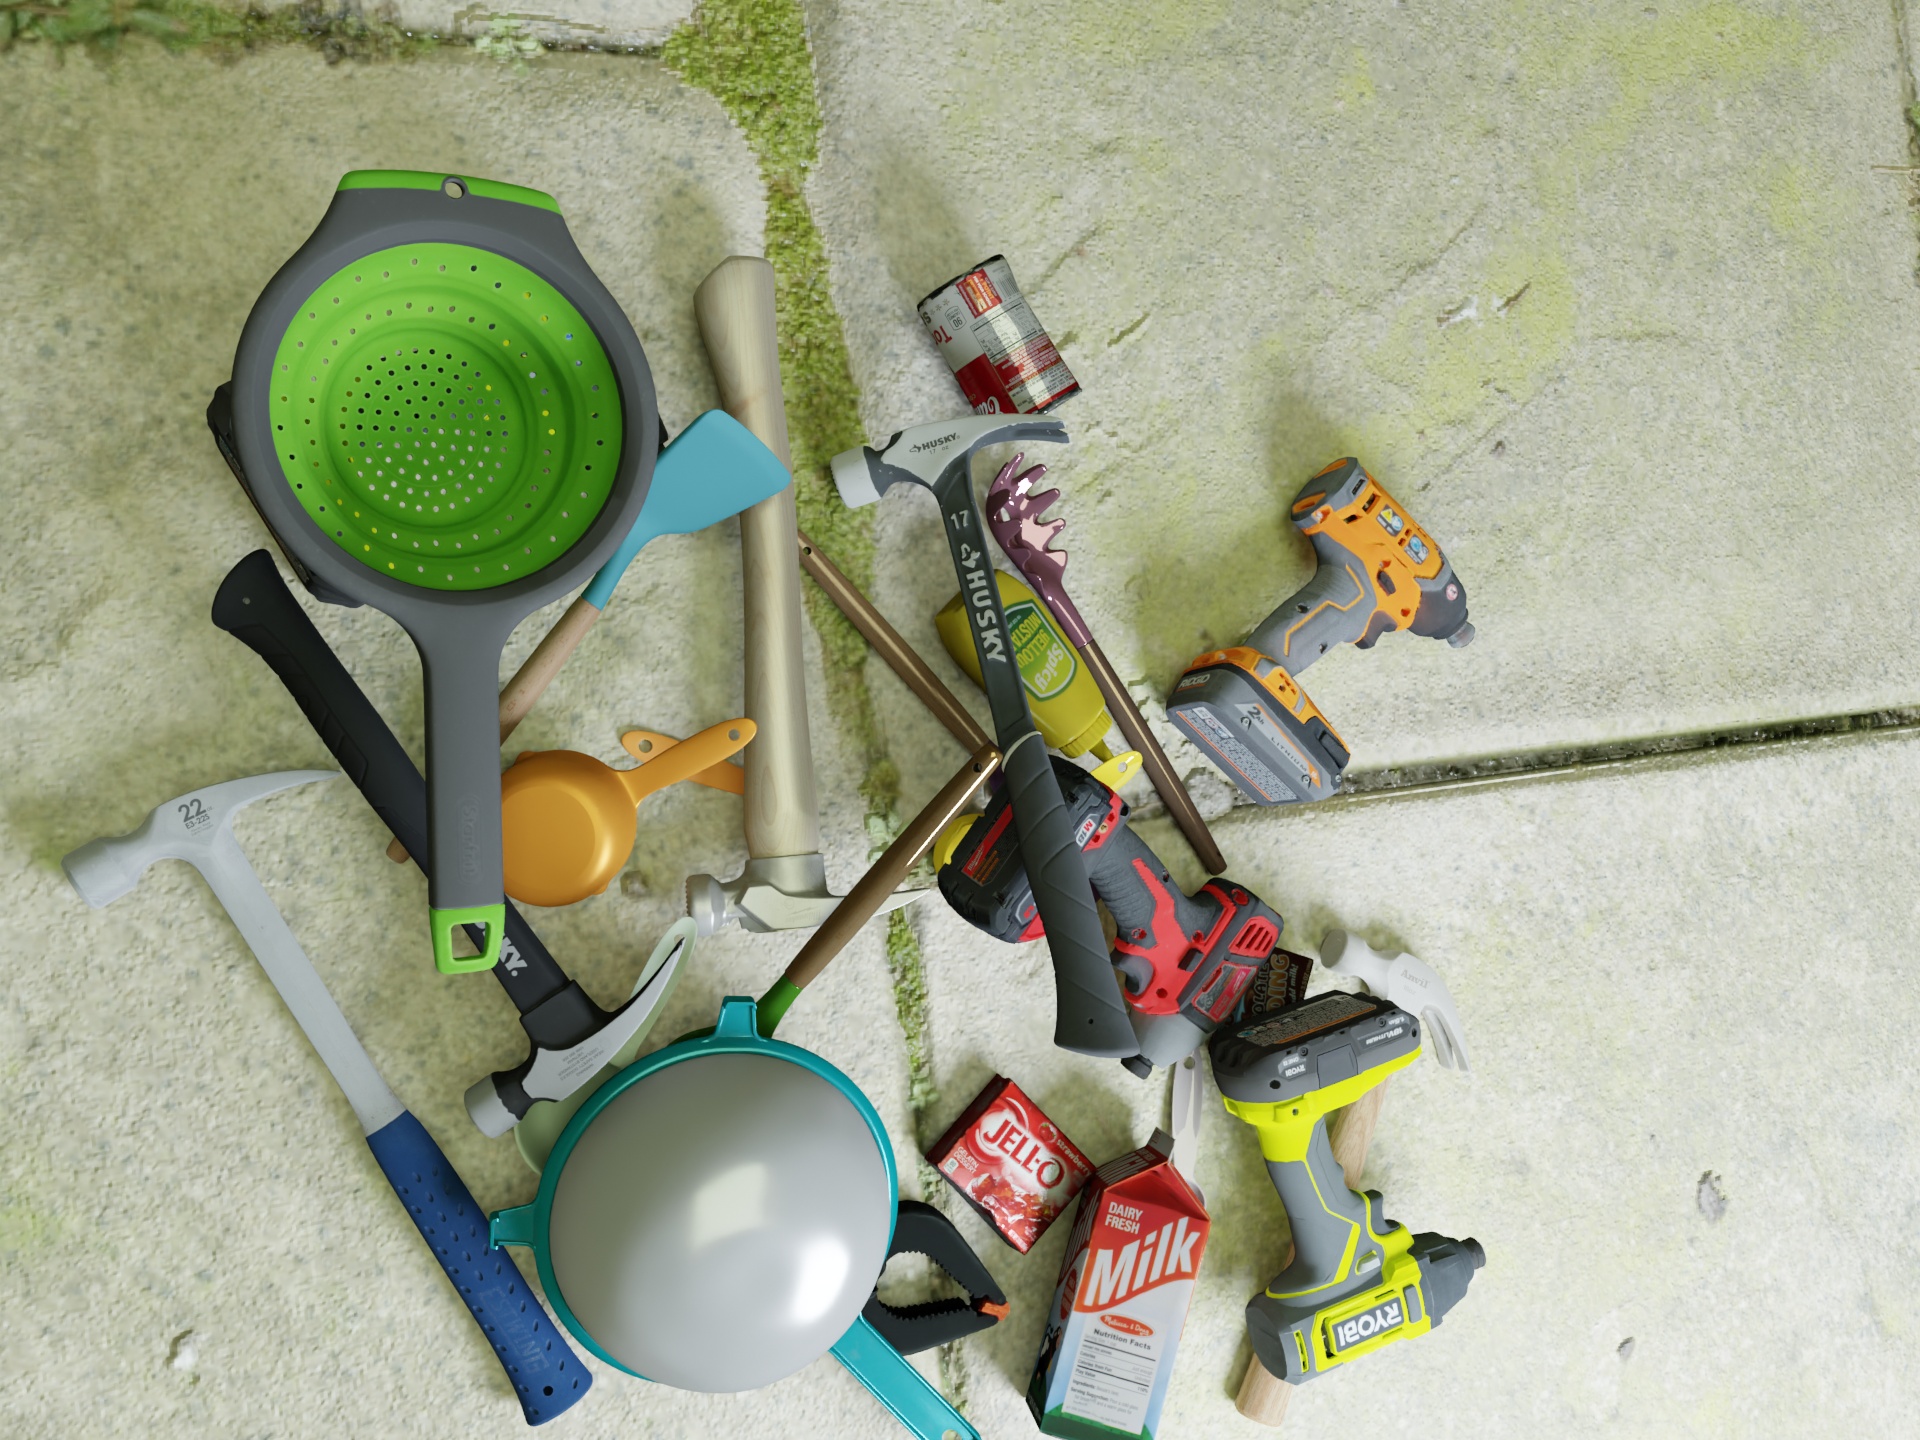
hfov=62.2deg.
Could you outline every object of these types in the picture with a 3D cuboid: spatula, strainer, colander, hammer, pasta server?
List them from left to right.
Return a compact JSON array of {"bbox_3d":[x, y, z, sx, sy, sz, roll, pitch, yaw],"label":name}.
[{"bbox_3d":[-0.322,0.213,0.890,0.144,0.035,0.405,-32,98,-19],"label":"hammer"},{"bbox_3d":[-0.288,0.053,0.861,0.146,0.035,0.334,-34,95,0],"label":"hammer"},{"bbox_3d":[-0.268,-0.072,0.827,0.204,0.094,0.397,-2,96,-28],"label":"colander"},{"bbox_3d":[-0.223,-0.043,0.912,0.317,0.044,0.082,-53,144,-3],"label":"spatula"},{"bbox_3d":[-0.106,-0.079,0.970,0.146,0.038,0.411,-4,86,-10],"label":"hammer"},{"bbox_3d":[-0.087,0.336,0.897,0.211,0.095,0.340,-42,105,-8],"label":"strainer"},{"bbox_3d":[-0.002,-0.003,1.032,0.060,0.018,0.315,-44,102,-8],"label":"spatula"},{"bbox_3d":[0.036,-0.001,0.935,0.149,0.036,0.409,-18,70,8],"label":"hammer"},{"bbox_3d":[0.102,-0.031,1.062,0.316,0.040,0.060,59,39,-10],"label":"pasta server"},{"bbox_3d":[0.262,0.321,1.102,0.130,0.031,0.331,25,79,-17],"label":"hammer"}]

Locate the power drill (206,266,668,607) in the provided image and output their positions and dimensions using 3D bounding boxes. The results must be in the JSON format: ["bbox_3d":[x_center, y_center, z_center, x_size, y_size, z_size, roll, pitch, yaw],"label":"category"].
[{"bbox_3d":[-0.283,-0.158,0.909,0.228,0.080,0.190,-33,103,-21],"label":"power drill"}]

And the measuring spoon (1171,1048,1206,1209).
[{"bbox_3d":[0.150,0.279,1.075,0.034,0.018,0.124,7,77,-4],"label":"measuring spoon"}]

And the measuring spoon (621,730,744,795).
[{"bbox_3d":[-0.152,0.031,0.977,0.116,0.011,0.021,22,79,-18],"label":"measuring spoon"}]

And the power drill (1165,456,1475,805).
[{"bbox_3d":[0.261,-0.050,1.102,0.164,0.084,0.226,42,70,-14],"label":"power drill"}]

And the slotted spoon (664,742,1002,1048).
[{"bbox_3d":[-0.079,0.134,0.928,0.070,0.031,0.313,42,100,8],"label":"slotted spoon"}]

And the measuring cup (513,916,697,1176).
[{"bbox_3d":[-0.197,0.189,0.928,0.083,0.038,0.167,29,82,-6],"label":"measuring cup"}]

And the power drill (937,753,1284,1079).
[{"bbox_3d":[0.099,0.131,1.013,0.219,0.079,0.143,38,85,-29],"label":"power drill"}]

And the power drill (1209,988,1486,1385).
[{"bbox_3d":[0.256,0.300,1.047,0.171,0.080,0.223,-15,96,-19],"label":"power drill"}]

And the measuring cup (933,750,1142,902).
[{"bbox_3d":[0.050,0.062,1.033,0.156,0.029,0.062,-32,110,-14],"label":"measuring cup"}]

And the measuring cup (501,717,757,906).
[{"bbox_3d":[-0.196,0.044,0.907,0.173,0.052,0.095,-27,96,3],"label":"measuring cup"}]
